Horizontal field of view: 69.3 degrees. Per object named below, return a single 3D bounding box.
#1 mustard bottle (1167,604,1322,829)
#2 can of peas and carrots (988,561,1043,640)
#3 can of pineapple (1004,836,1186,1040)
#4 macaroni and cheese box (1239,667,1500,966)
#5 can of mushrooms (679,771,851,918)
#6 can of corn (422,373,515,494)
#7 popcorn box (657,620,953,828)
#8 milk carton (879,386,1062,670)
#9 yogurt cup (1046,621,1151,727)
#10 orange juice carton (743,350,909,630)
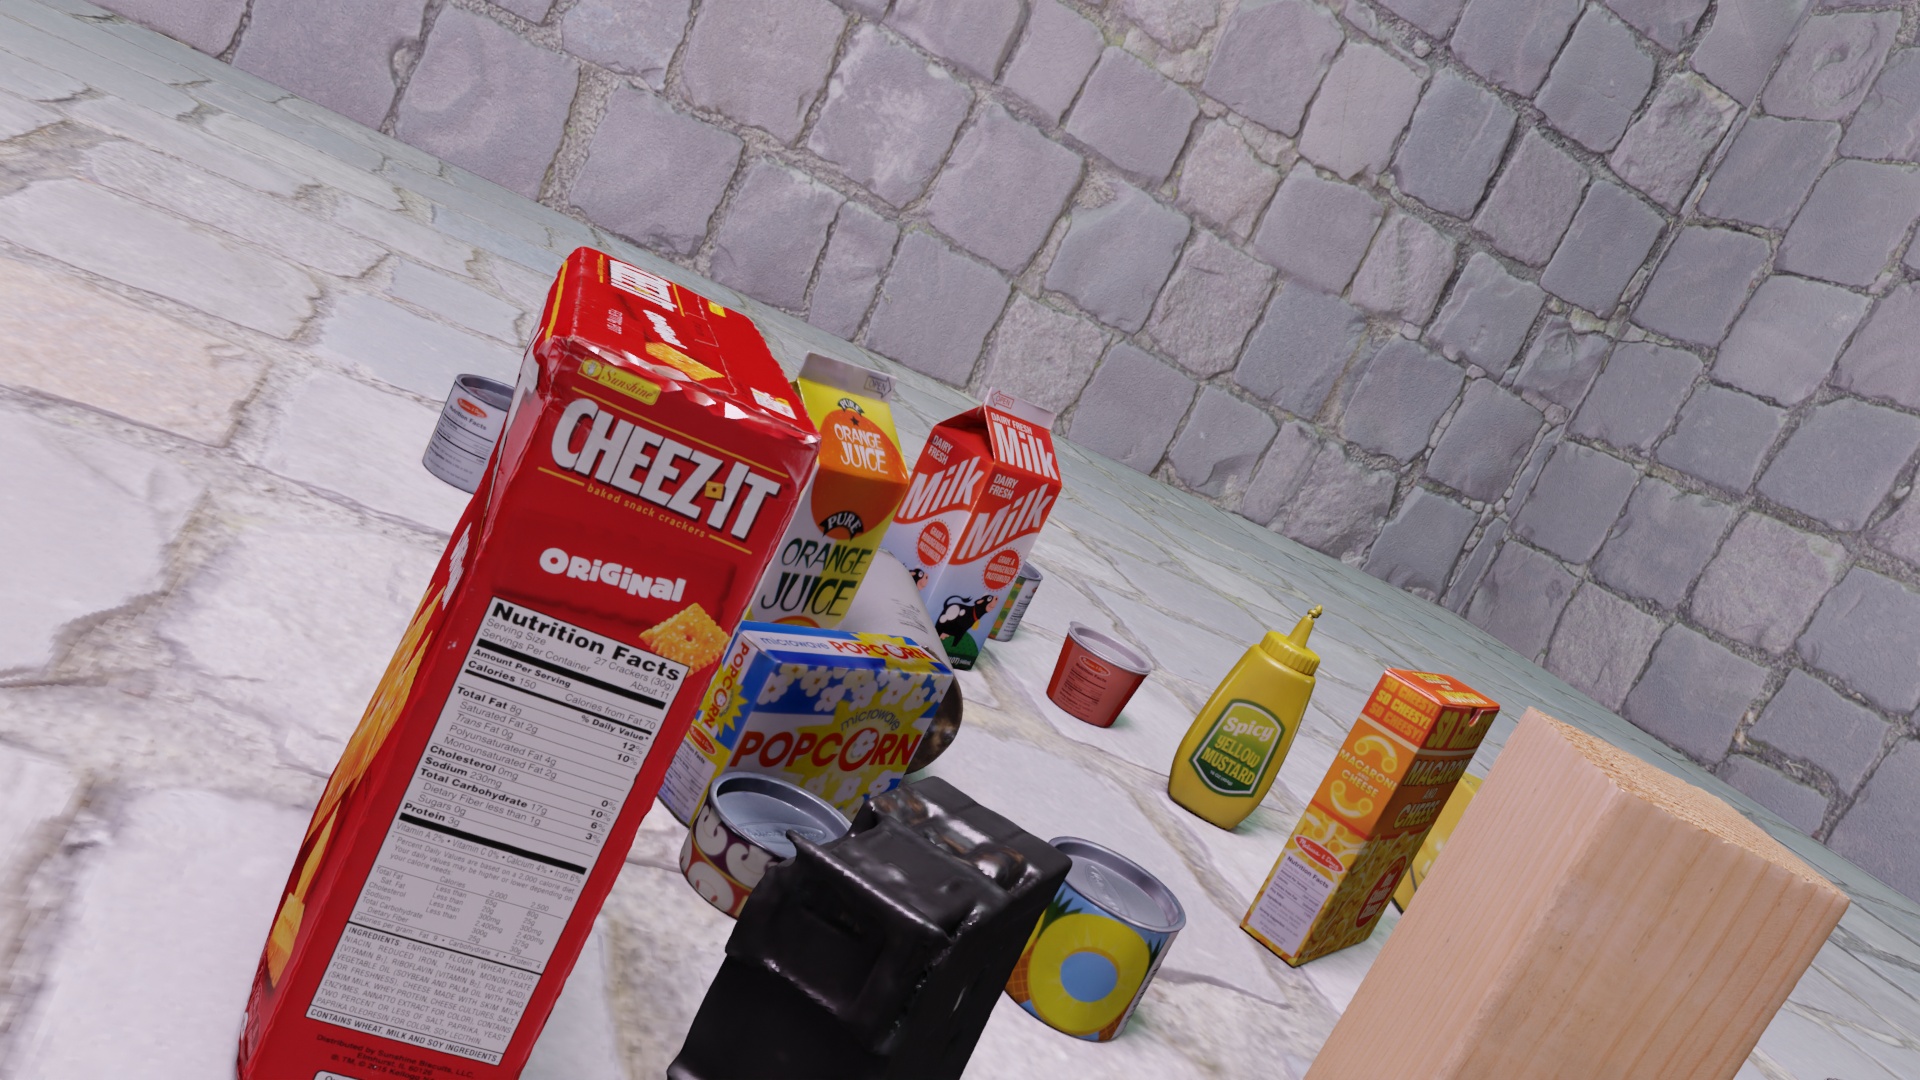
[{"bbox_3d":[0.196,0.111,0.921,0.065,0.160,0.049,28,10,7],"label":"mustard bottle"},{"bbox_3d":[0.023,0.039,1.121,0.071,0.058,0.071,26,11,-5],"label":"can of peas and carrots"},{"bbox_3d":[0.052,0.168,0.592,0.071,0.057,0.071,26,11,-5],"label":"can of pineapple"},{"bbox_3d":[0.237,0.156,0.791,0.040,0.166,0.124,33,12,33],"label":"macaroni and cheese box"},{"bbox_3d":[-0.075,0.126,0.557,0.071,0.033,0.071,26,11,-5],"label":"can of mushrooms"},{"bbox_3d":[-0.293,-0.064,0.872,0.071,0.058,0.071,26,11,-5],"label":"can of corn"},{"bbox_3d":[-0.069,0.084,0.630,0.038,0.085,0.127,34,13,35],"label":"popcorn box"},{"bbox_3d":[0.003,-0.012,0.968,0.072,0.190,0.073,16,15,-45],"label":"milk carton"},{"bbox_3d":[0.099,0.101,1.023,0.072,0.054,0.072,26,11,-5],"label":"yogurt cup"},{"bbox_3d":[-0.093,-0.001,0.686,0.073,0.192,0.072,33,12,33],"label":"orange juice carton"}]
